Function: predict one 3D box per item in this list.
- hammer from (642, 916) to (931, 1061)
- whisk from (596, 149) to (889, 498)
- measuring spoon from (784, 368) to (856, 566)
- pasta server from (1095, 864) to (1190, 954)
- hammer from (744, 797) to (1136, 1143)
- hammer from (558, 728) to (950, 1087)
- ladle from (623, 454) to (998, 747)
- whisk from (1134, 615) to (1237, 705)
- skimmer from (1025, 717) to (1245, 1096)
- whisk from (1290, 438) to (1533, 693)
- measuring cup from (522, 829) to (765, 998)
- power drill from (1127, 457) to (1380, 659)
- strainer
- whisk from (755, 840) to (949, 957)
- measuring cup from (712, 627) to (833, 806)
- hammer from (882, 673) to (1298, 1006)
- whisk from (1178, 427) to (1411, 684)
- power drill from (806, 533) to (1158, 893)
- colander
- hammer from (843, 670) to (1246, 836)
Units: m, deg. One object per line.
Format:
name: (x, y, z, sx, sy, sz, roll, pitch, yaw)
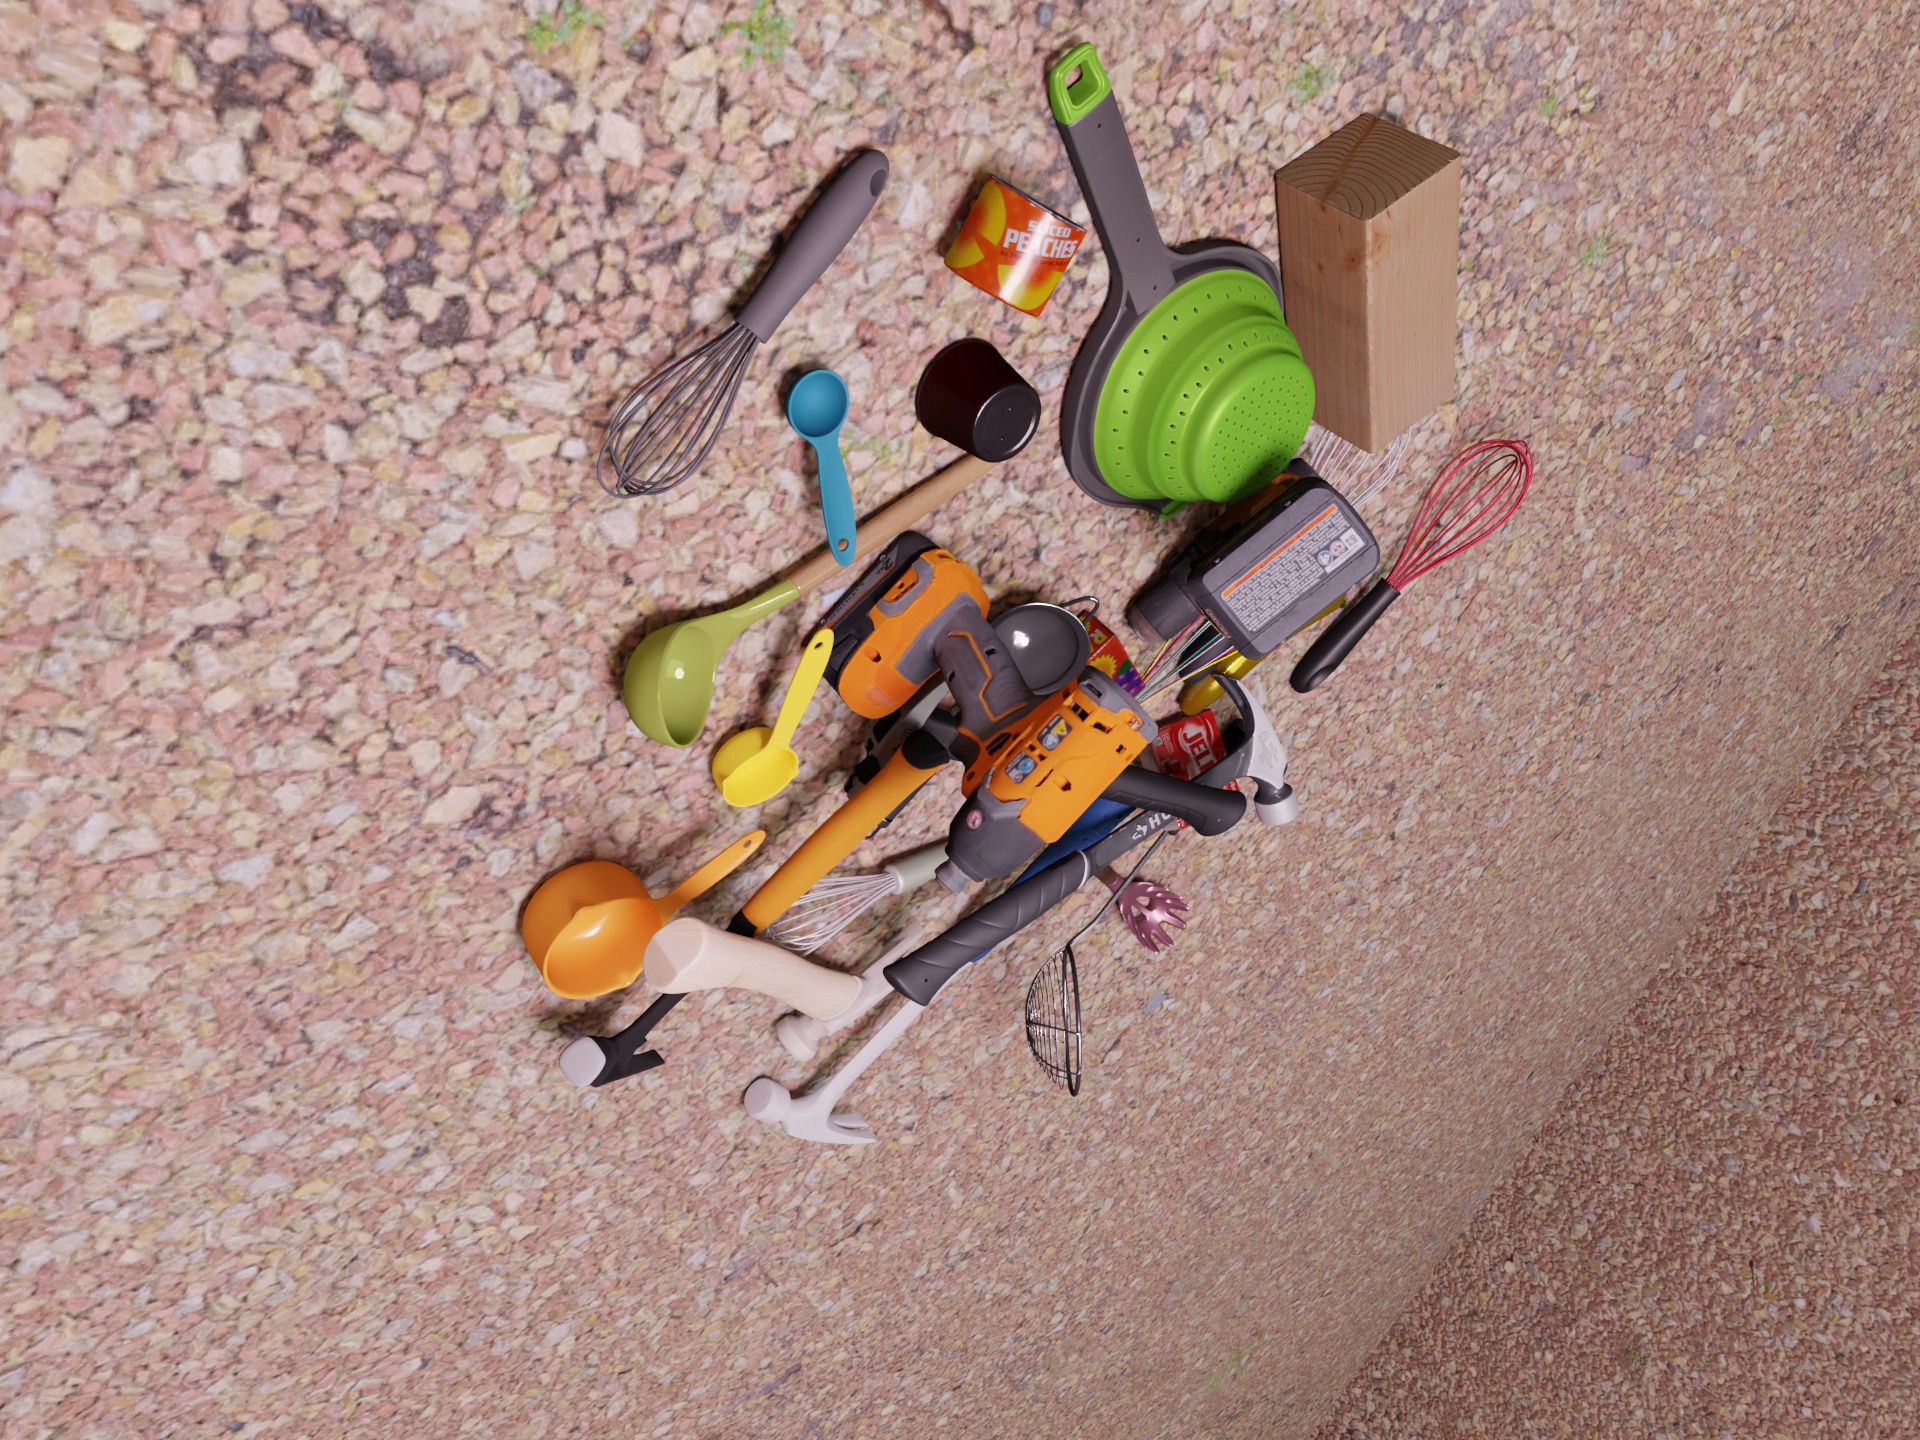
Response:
hammer: (-0.117, 0.173, 1.116, 0.146, 0.038, 0.410, -39, 162, -1)
whisk: (-0.117, -0.216, 0.868, 0.239, 0.055, 0.055, -52, 143, 1)
measuring spoon: (-0.083, -0.152, 0.960, 0.042, 0.021, 0.128, -28, 128, -27)
pasta server: (0.130, 0.136, 1.436, 0.060, 0.040, 0.315, -54, 142, -6)
hammer: (-0.001, 0.208, 1.352, 0.405, 0.035, 0.143, -46, 137, 4)
hammer: (-0.134, 0.132, 1.118, 0.337, 0.034, 0.127, -44, 168, 5)
ladle: (-0.078, -0.093, 1.009, 0.320, 0.062, 0.078, -36, 145, -17)
whisk: (0.154, -0.023, 1.291, 0.245, 0.051, 0.047, -43, 112, 9)
skimmer: (0.173, 0.159, 1.407, 0.363, 0.090, 0.127, -51, 171, -13)
whisk: (0.401, -0.136, 1.432, 0.296, 0.073, 0.073, -50, 144, 16)
measuring cup: (-0.214, 0.113, 1.072, 0.173, 0.052, 0.095, -36, 142, -17)
power drill: (0.204, -0.109, 1.160, 0.185, 0.084, 0.226, -39, -172, 11)
strainer: (0.007, -0.005, 1.185, 0.086, 0.050, 0.258, 36, 104, -29)
whisk: (-0.059, 0.128, 1.241, 0.246, 0.058, 0.059, -18, 105, -37)
measuring cup: (-0.121, -0.007, 1.051, 0.062, 0.029, 0.156, -6, 136, -42)
hammer: (0.109, 0.106, 1.283, 0.409, 0.036, 0.149, -30, 115, -24)
whisk: (0.268, -0.141, 1.298, 0.070, 0.070, 0.284, 11, 120, -48)
power drill: (-0.002, -0.003, 1.020, 0.164, 0.227, 0.084, -47, 143, 2)
colander: (0.149, -0.259, 1.037, 0.204, 0.095, 0.396, -42, 143, -6)
hammer: (0.086, 0.033, 1.200, 0.334, 0.035, 0.146, 15, 119, -31)
